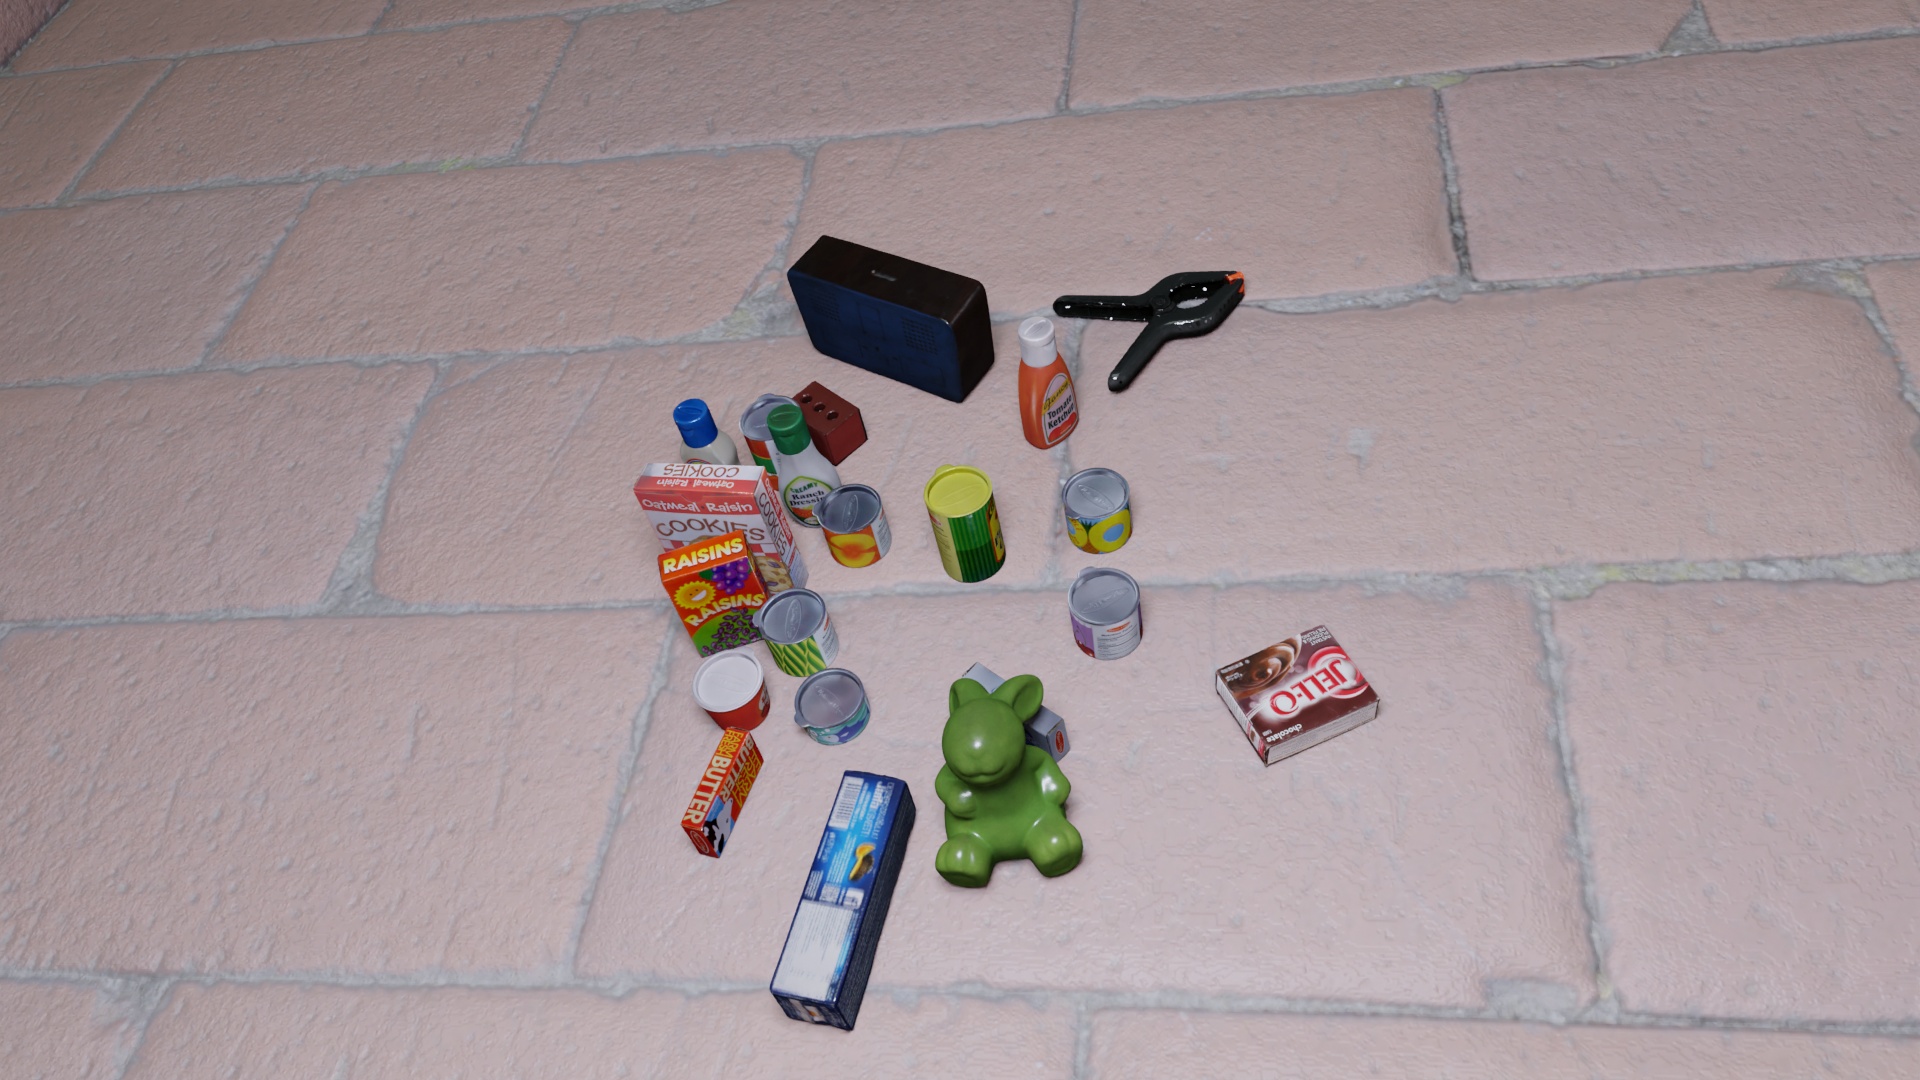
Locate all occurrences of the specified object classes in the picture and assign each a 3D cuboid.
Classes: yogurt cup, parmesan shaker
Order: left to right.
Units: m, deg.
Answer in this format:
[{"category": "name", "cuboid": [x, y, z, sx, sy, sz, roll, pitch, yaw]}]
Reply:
[{"category": "yogurt cup", "cuboid": [-0.211, 0.144, 1.299, 0.072, 0.053, 0.073, -6, 49, 7]}, {"category": "parmesan shaker", "cuboid": [0.005, -0.017, 1.356, 0.071, 0.102, 0.072, -6, 50, 7]}]

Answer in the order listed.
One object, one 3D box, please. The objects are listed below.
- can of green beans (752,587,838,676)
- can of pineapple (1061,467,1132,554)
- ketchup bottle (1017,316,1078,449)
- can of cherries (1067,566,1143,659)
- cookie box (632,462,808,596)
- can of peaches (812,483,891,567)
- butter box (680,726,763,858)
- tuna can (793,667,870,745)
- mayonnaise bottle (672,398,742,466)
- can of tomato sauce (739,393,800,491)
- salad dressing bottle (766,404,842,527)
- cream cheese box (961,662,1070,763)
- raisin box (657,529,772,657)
[{"category": "can of green beans", "cuboid": [-0.155, 0.089, 1.331, 0.071, 0.057, 0.071, -6, 49, 7]}, {"category": "can of pineapple", "cuboid": [0.134, -0.028, 1.368, 0.071, 0.057, 0.071, -6, 49, 7]}, {"category": "ketchup bottle", "cuboid": [0.086, -0.164, 1.433, 0.043, 0.148, 0.065, 33, 64, 33]}, {"category": "can of cherries", "cuboid": [0.134, 0.066, 1.287, 0.071, 0.058, 0.072, -6, 49, 7]}, {"category": "cookie box", "cuboid": [-0.231, -0.006, 1.355, 0.123, 0.166, 0.040, 2, 51, 14]}, {"category": "can of peaches", "cuboid": [-0.109, -0.015, 1.409, 0.071, 0.057, 0.071, -6, 49, 7]}, {"category": "butter box", "cuboid": [-0.210, 0.223, 1.233, 0.024, 0.053, 0.104, 8, 53, 19]}, {"category": "tuna can", "cuboid": [-0.120, 0.155, 1.284, 0.071, 0.032, 0.071, -6, 49, 7]}, {"category": "mayonnaise bottle", "cuboid": [-0.258, -0.083, 1.440, 0.065, 0.147, 0.041, 8, 53, 19]}, {"category": "can of tomato sauce", "cuboid": [-0.194, -0.104, 1.486, 0.071, 0.082, 0.071, -6, 49, 7]}, {"category": "salad dressing bottle", "cuboid": [-0.161, -0.075, 1.412, 0.064, 0.147, 0.044, -9, 49, 5]}, {"category": "cream cheese box", "cuboid": [0.049, 0.154, 1.235, 0.104, 0.053, 0.024, 31, 63, 32]}, {"category": "raisin box", "cuboid": [-0.230, 0.052, 1.336, 0.086, 0.122, 0.040, -17, 49, -2]}]
